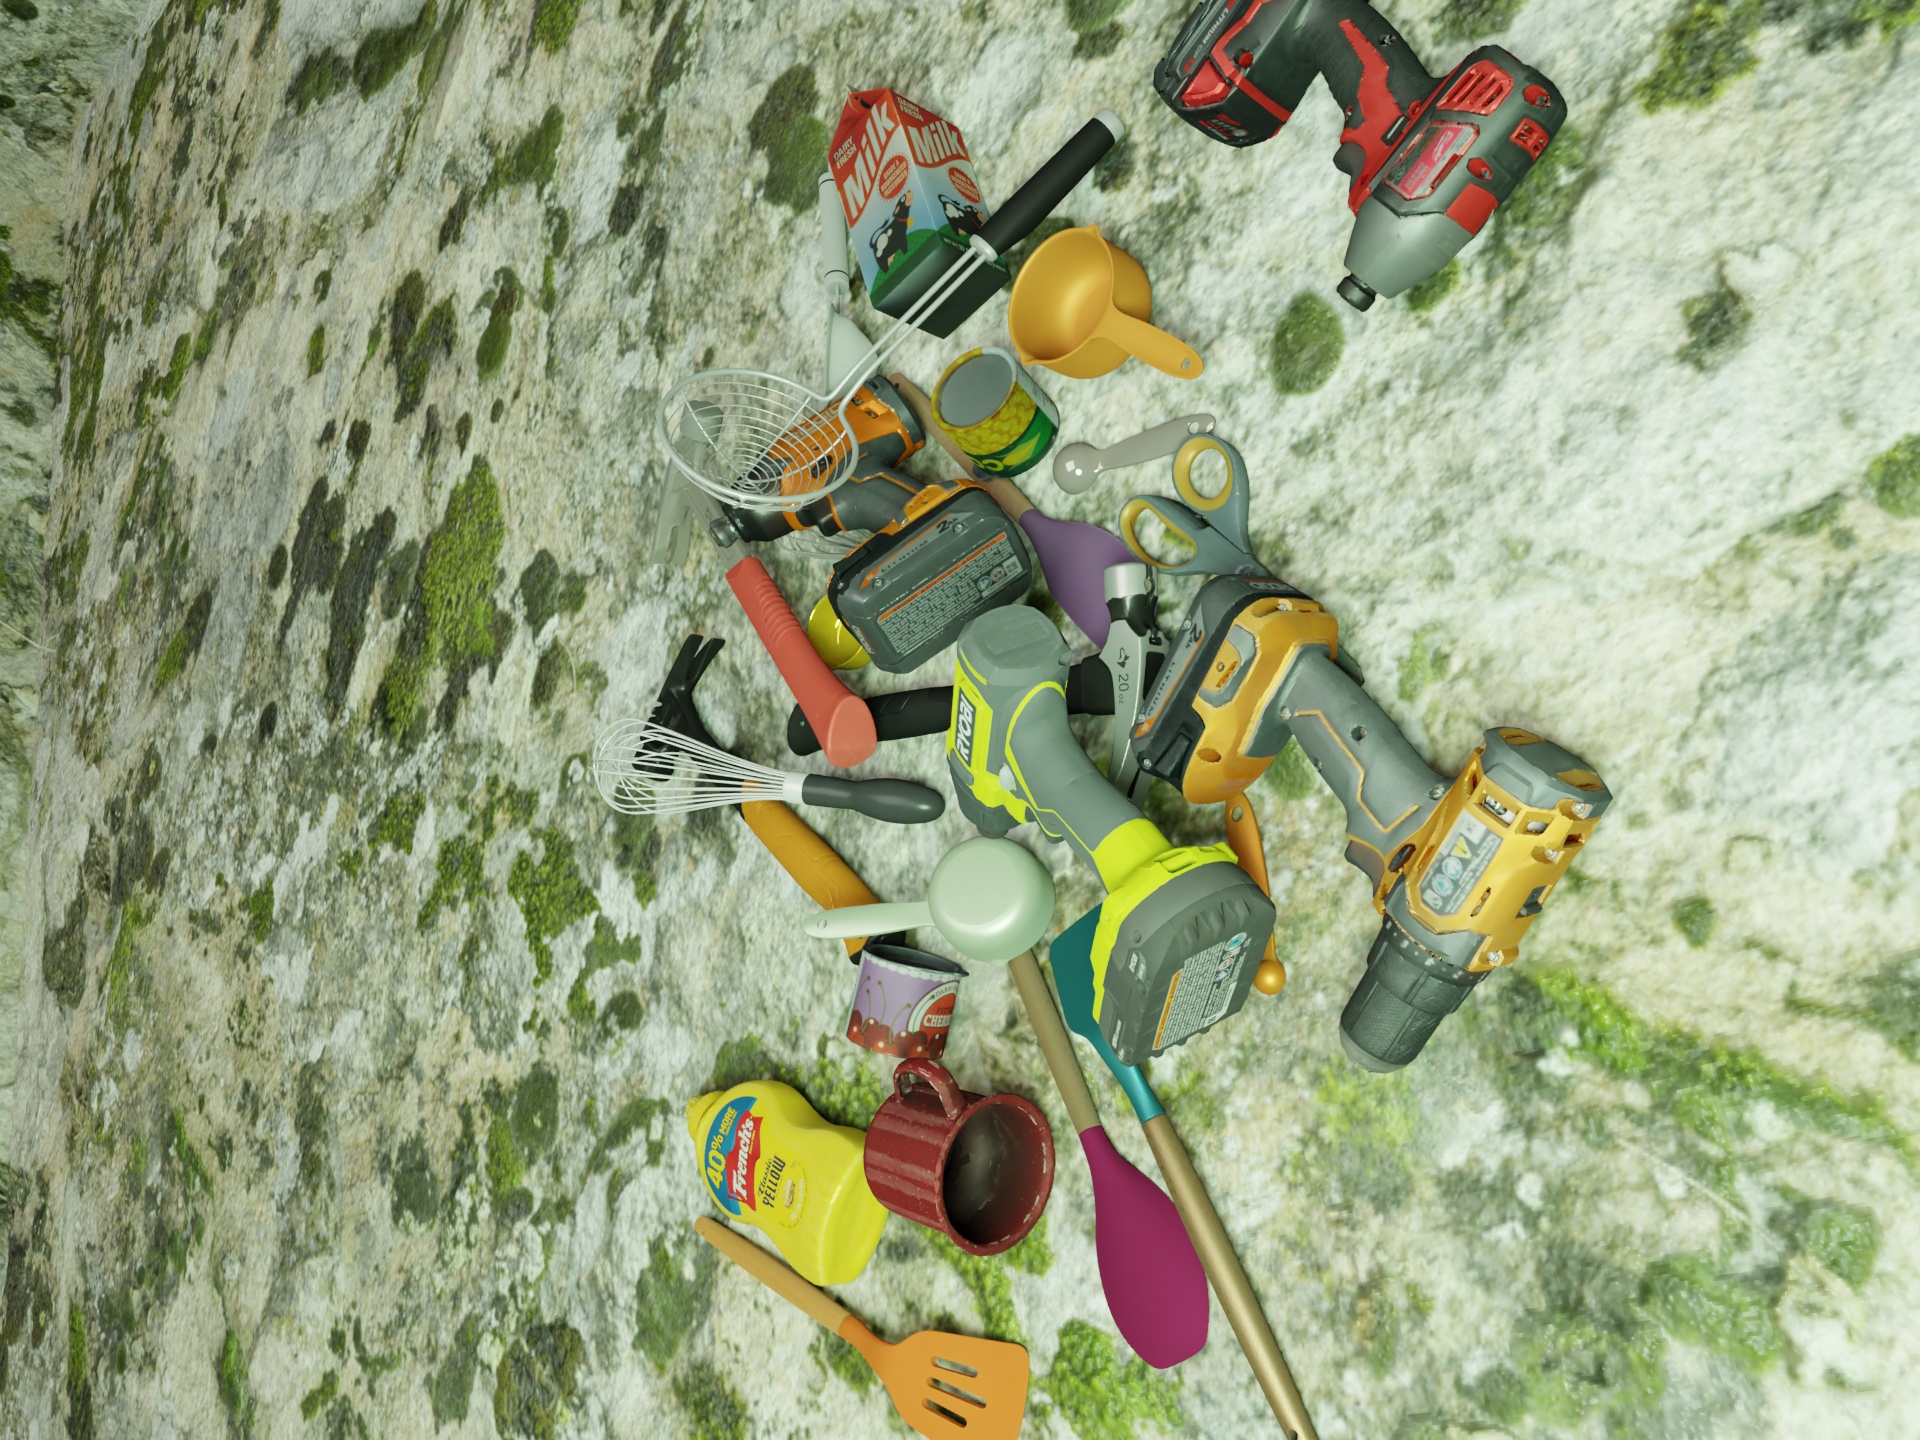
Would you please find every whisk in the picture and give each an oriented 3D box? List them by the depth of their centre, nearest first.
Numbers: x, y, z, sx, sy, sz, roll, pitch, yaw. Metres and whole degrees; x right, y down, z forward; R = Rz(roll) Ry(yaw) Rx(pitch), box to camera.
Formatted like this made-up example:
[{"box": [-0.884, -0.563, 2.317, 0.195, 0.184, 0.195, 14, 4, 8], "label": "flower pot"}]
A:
[{"box": [-0.140, 0.042, 1.111, 0.285, 0.070, 0.070, 6, 85, 24], "label": "whisk"}, {"box": [-0.053, -0.119, 1.116, 0.247, 0.059, 0.058, 27, 72, 41], "label": "whisk"}]

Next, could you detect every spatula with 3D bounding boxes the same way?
[{"box": [0.125, 0.241, 0.873, 0.082, 0.044, 0.318, -40, 60, 30], "label": "spatula"}, {"box": [-0.081, 0.389, 1.046, 0.323, 0.041, 0.081, 11, 88, 50], "label": "spatula"}, {"box": [0.033, -0.150, 1.054, 0.059, 0.018, 0.316, -56, 49, 21], "label": "spatula"}]

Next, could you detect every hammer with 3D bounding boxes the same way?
[{"box": [-0.002, -0.003, 1.039, 0.335, 0.035, 0.146, -8, 81, 46], "label": "hammer"}, {"box": [-0.150, -0.084, 1.165, 0.359, 0.036, 0.149, 56, 138, 41], "label": "hammer"}, {"box": [-0.139, 0.063, 1.167, 0.337, 0.034, 0.127, 41, 111, 42], "label": "hammer"}]

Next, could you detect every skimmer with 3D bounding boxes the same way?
[{"box": [-0.034, -0.272, 1.008, 0.363, 0.090, 0.127, -45, 69, -1], "label": "skimmer"}]

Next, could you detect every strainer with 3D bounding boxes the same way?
[{"box": [-0.091, -0.325, 1.202, 0.086, 0.050, 0.259, 93, 173, -65], "label": "strainer"}]

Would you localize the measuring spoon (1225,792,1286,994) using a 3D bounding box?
[{"box": [0.160, 0.093, 0.877, 0.021, 0.011, 0.117, -24, 65, 39], "label": "measuring spoon"}]

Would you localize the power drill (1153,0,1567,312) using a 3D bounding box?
[{"box": [0.212, -0.331, 0.879, 0.143, 0.078, 0.220, -53, 52, 23], "label": "power drill"}]

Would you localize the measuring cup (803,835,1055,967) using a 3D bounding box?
[{"box": [-0.026, 0.114, 0.989, 0.167, 0.038, 0.083, -9, 62, 15], "label": "measuring cup"}]

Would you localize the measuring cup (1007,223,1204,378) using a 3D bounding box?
[{"box": [0.103, -0.240, 0.982, 0.174, 0.052, 0.095, 41, 110, 40], "label": "measuring cup"}]

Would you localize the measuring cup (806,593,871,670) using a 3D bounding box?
[{"box": [-0.039, -0.063, 1.109, 0.156, 0.029, 0.062, 1, 81, 33], "label": "measuring cup"}]

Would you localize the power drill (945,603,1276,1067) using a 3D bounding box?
[{"box": [0.066, 0.067, 0.866, 0.223, 0.080, 0.171, 54, 155, 33], "label": "power drill"}]

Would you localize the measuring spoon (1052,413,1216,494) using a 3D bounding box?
[{"box": [0.103, -0.170, 0.988, 0.124, 0.018, 0.034, -12, 72, 42], "label": "measuring spoon"}]

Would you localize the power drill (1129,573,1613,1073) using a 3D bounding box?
[{"box": [0.190, 0.050, 0.810, 0.226, 0.084, 0.185, 42, 120, 36], "label": "power drill"}]

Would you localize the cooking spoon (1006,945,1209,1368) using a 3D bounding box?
[{"box": [0.066, 0.218, 0.937, 0.068, 0.017, 0.319, -40, 55, 26], "label": "cooking spoon"}]

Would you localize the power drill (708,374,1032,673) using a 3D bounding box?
[{"box": [-0.069, -0.128, 1.046, 0.164, 0.084, 0.227, -35, 44, -4], "label": "power drill"}]
